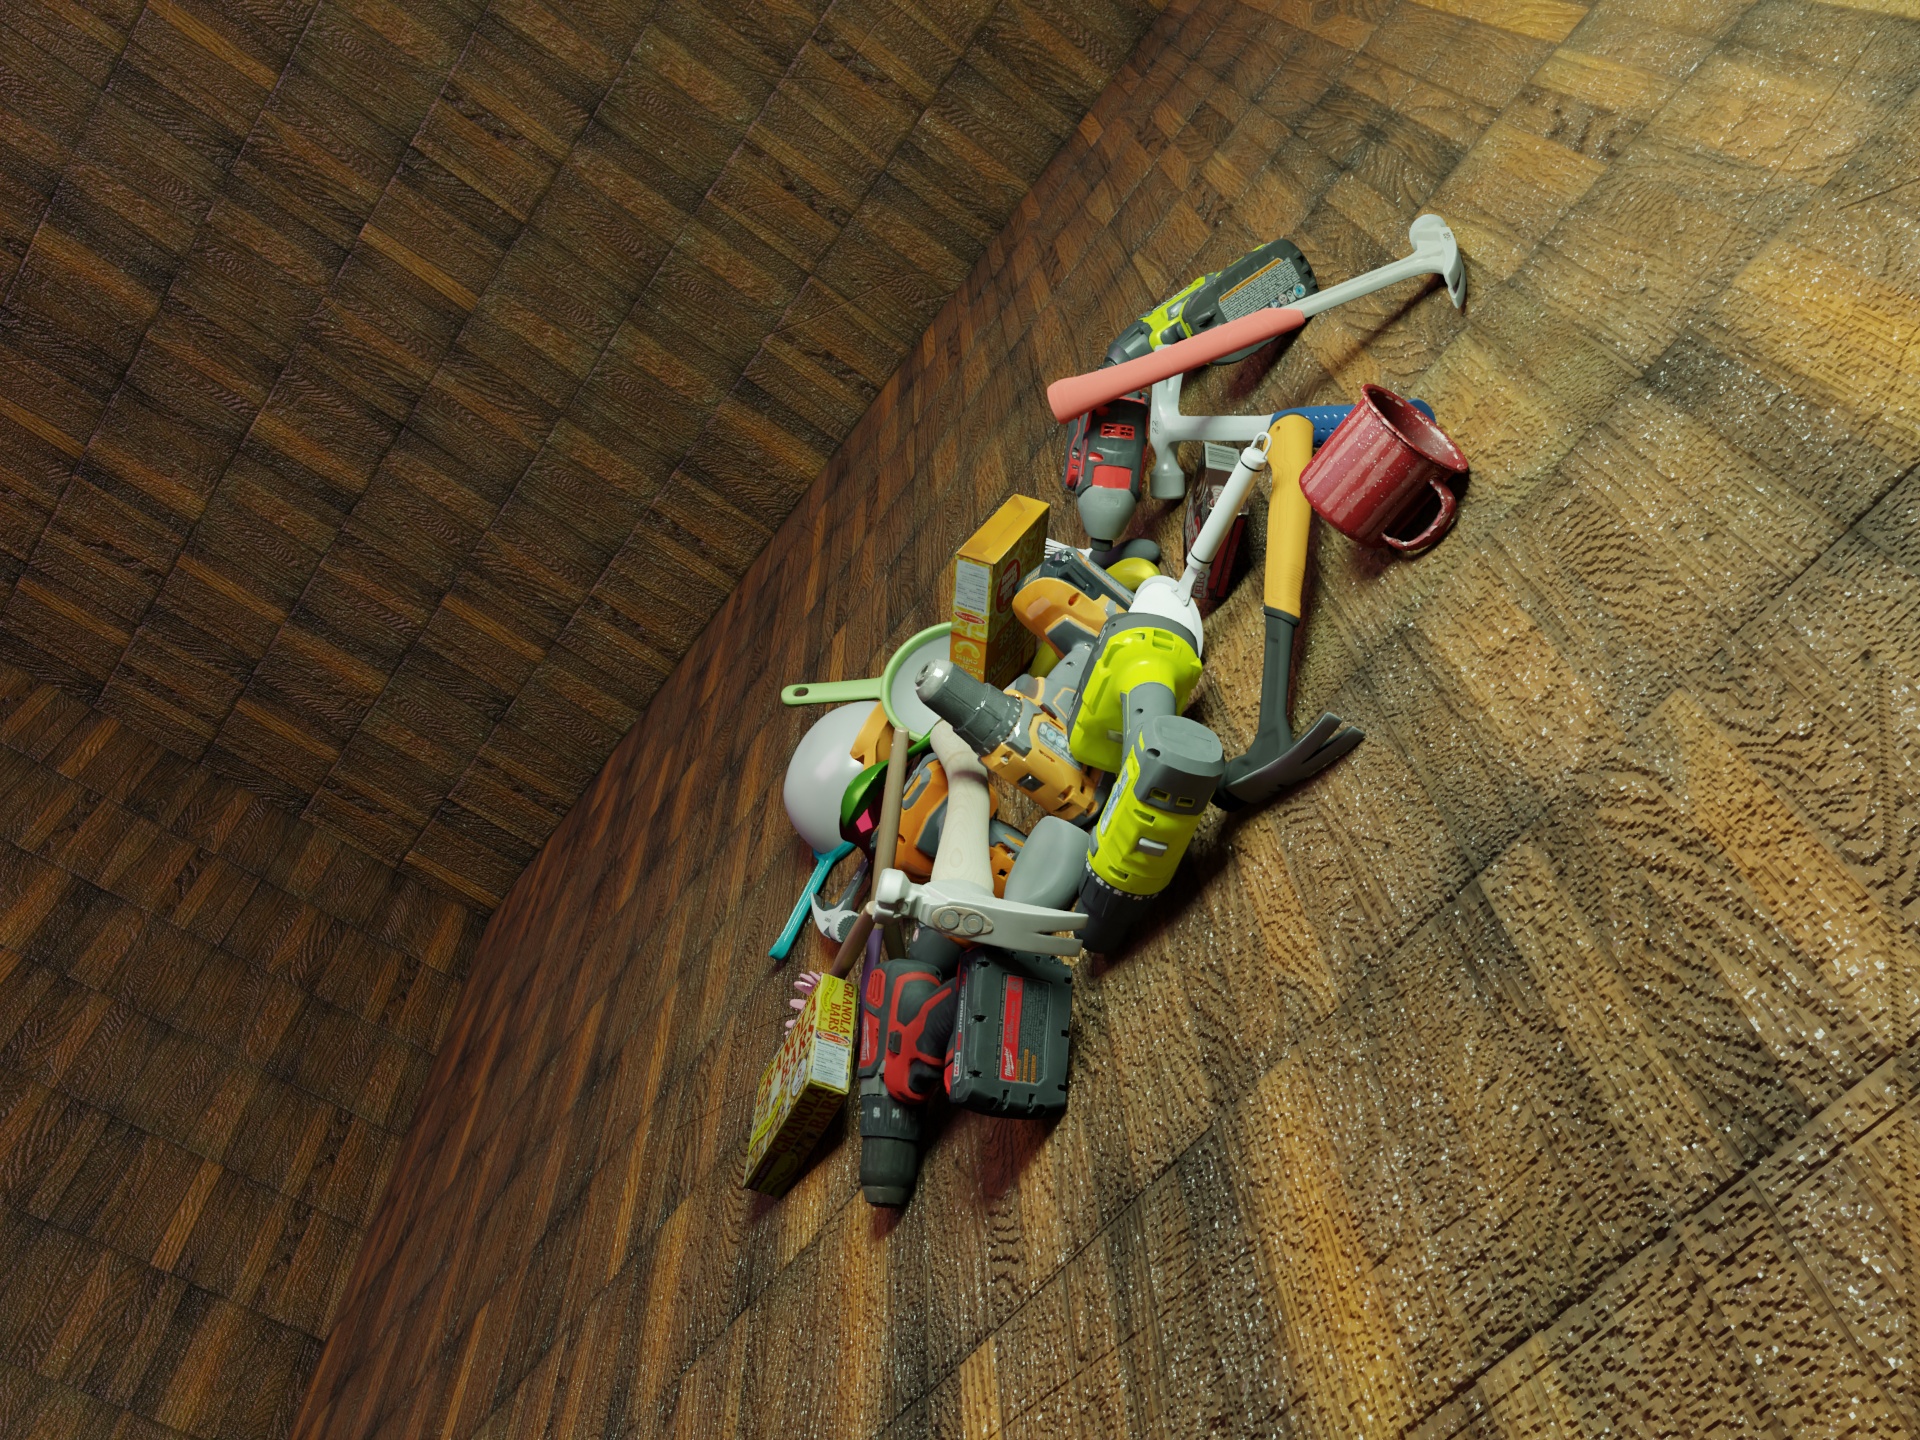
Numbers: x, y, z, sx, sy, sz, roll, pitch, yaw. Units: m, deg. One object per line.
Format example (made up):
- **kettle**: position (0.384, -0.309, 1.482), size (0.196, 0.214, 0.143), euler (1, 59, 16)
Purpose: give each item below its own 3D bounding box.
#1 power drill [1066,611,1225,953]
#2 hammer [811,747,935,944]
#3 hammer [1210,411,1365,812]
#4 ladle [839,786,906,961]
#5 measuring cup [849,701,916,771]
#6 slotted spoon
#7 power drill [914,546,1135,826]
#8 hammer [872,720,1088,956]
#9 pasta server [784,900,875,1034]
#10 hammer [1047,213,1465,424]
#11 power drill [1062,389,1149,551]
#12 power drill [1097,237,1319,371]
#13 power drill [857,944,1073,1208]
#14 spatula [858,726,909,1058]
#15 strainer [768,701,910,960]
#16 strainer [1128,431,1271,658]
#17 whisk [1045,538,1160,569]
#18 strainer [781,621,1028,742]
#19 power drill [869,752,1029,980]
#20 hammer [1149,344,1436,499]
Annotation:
- **power drill**: position (0.126, 0.042, 1.172), size (0.229, 0.080, 0.190), euler (-86, 13, -56)
- **hammer**: position (-0.040, 0.050, 1.689), size (0.409, 0.036, 0.149), euler (-60, 17, -10)
- **hammer**: position (0.239, -0.099, 1.152), size (0.127, 0.034, 0.337), euler (-37, 34, 48)
- **ladle**: position (-0.079, 0.159, 1.544), size (0.069, 0.031, 0.316), euler (-40, 33, 15)
- **measuring cup**: position (-0.072, 0.039, 1.651), size (0.095, 0.052, 0.174), euler (-48, 20, 27)
- **slotted spoon**: position (-0.002, -0.005, 1.526), size (0.314, 0.031, 0.070), euler (-40, -14, -21)
- **power drill**: position (0.064, -0.044, 1.339), size (0.084, 0.185, 0.226), euler (-37, 24, 47)
- **hammer**: position (0.015, 0.077, 1.267), size (0.411, 0.146, 0.038), euler (-89, 11, -72)
- **pasta server**: position (-0.117, 0.226, 1.458), size (0.316, 0.040, 0.060), euler (118, 163, -59)
- **hammer**: position (0.241, -0.324, 1.342), size (0.359, 0.036, 0.149), euler (-18, 30, 22)
- **power drill**: position (0.143, -0.252, 1.541), size (0.220, 0.078, 0.143), euler (-80, -4, -71)
- **power drill**: position (0.239, -0.395, 1.578), size (0.171, 0.080, 0.223), euler (-36, 14, -13)
- **power drill**: position (-0.012, 0.261, 1.171), size (0.226, 0.080, 0.188), euler (-29, 51, 57)
- **spatula**: position (-0.071, 0.156, 1.398), size (0.060, 0.018, 0.315), euler (-120, 36, -69)
- **strainer**: position (-0.167, 0.106, 1.822), size (0.211, 0.095, 0.340), euler (-25, 35, 58)
- **strainer**: position (0.184, -0.122, 1.259), size (0.087, 0.050, 0.258), euler (52, 136, 30)
- **whisk**: position (0.118, -0.161, 1.602), size (0.070, 0.070, 0.285), euler (-61, 24, -12)
- **strainer**: position (-0.052, -0.019, 1.619), size (0.256, 0.069, 0.152), euler (-4, 56, 13)
- **power drill**: position (-0.014, 0.135, 1.410), size (0.164, 0.084, 0.227), euler (-56, 21, 9)
- **hammer**: position (0.261, -0.252, 1.339), size (0.406, 0.035, 0.144), euler (-155, 61, -67)
